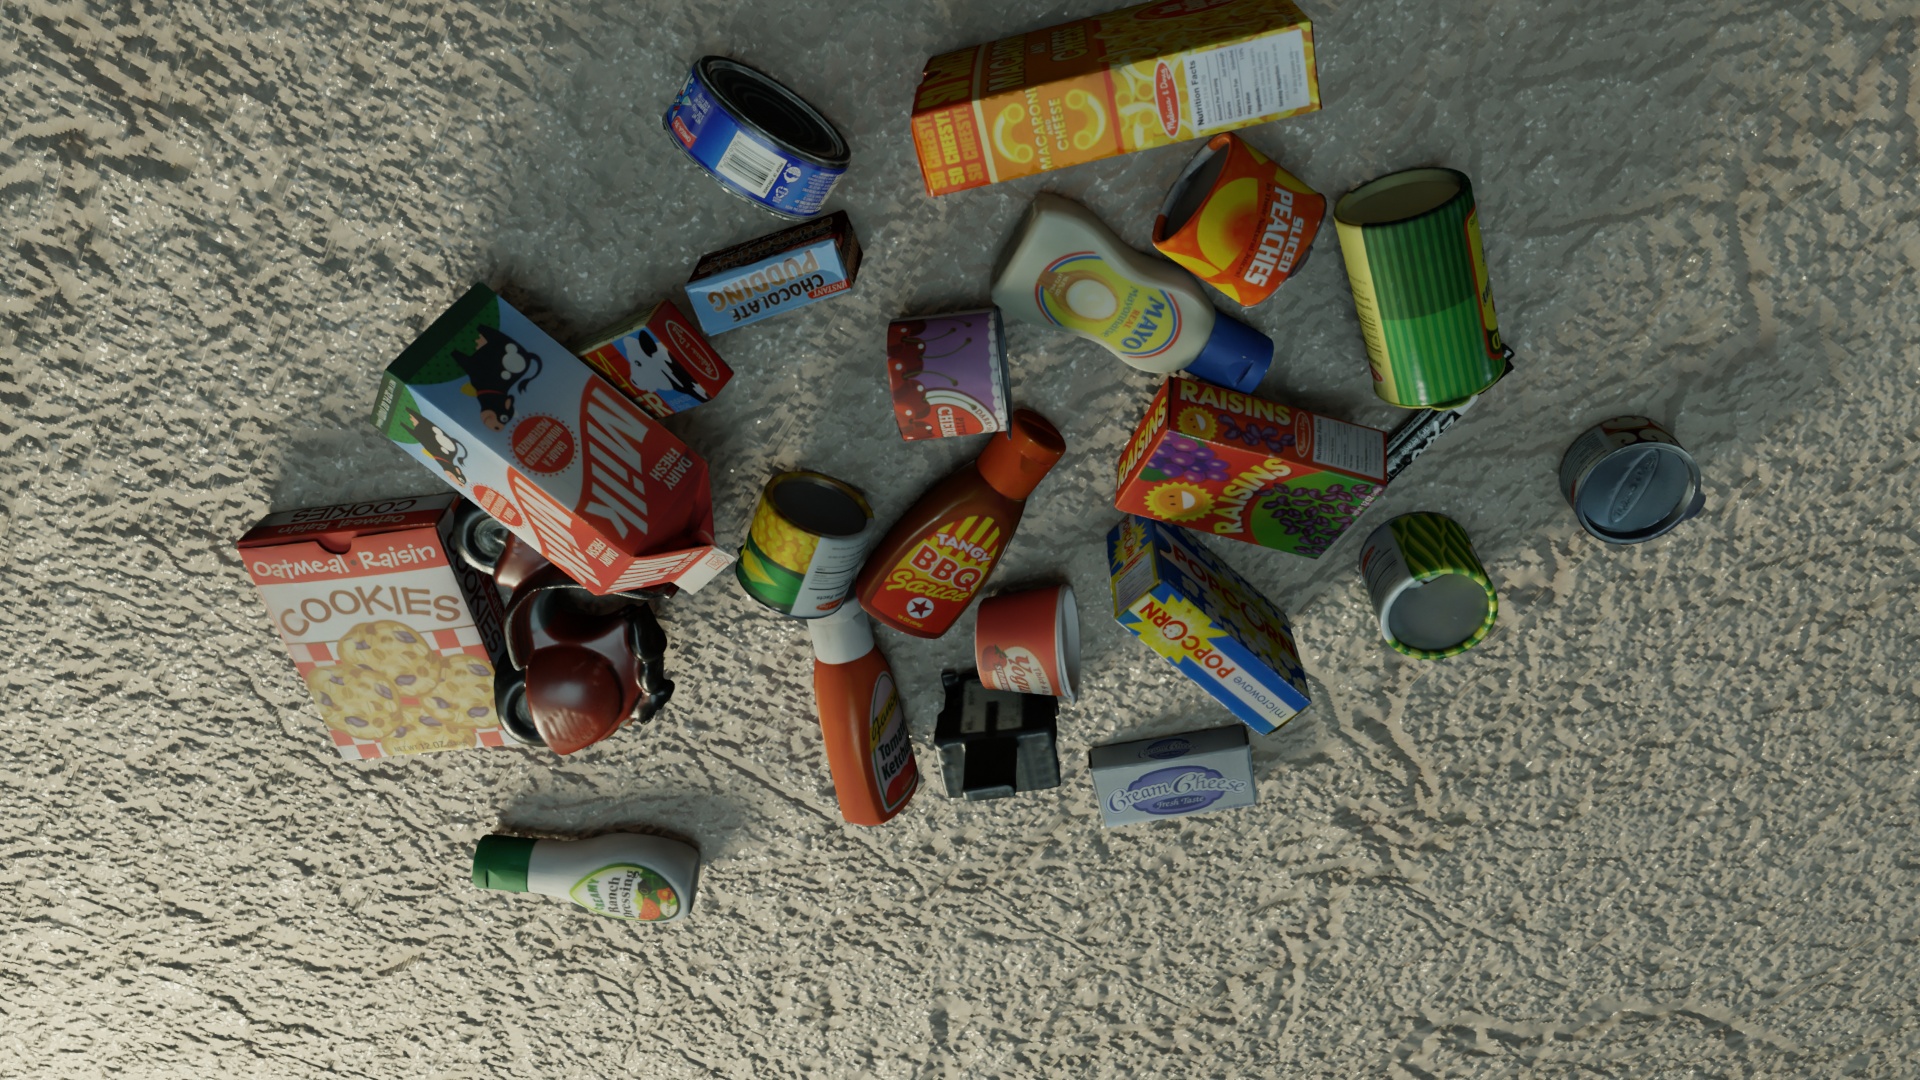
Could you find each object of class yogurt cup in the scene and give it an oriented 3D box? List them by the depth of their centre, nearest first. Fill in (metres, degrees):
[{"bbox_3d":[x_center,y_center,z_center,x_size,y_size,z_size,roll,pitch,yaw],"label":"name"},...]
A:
[{"bbox_3d":[0.040,0.060,0.827,0.054,0.073,0.072,-3,123,13],"label":"yogurt cup"}]

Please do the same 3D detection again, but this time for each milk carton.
[{"bbox_3d":[-0.206,-0.039,0.735,0.190,0.074,0.072,40,147,-12],"label":"milk carton"}]

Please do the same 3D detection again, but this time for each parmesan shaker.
[{"bbox_3d":[0.232,-0.126,0.697,0.071,0.072,0.102,-16,121,12],"label":"parmesan shaker"}]

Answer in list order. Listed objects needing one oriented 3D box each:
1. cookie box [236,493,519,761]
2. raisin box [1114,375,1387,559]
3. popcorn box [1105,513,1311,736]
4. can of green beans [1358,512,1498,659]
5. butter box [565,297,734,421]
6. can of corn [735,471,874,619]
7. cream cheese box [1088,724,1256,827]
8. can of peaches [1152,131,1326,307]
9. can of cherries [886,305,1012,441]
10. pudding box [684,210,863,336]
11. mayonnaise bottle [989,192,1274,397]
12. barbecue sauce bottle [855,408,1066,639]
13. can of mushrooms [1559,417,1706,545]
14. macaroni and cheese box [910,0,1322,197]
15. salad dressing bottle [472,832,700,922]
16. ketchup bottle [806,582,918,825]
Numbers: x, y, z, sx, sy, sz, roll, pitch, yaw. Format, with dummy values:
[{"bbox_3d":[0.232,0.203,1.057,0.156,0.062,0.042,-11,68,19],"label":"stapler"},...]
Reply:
[{"bbox_3d":[-0.344,0.056,0.849,0.123,0.040,0.166,-6,122,6],"label":"cookie box"},{"bbox_3d":[0.156,-0.038,0.756,0.123,0.040,0.085,13,150,-7],"label":"raisin box"},{"bbox_3d":[0.142,0.045,0.800,0.126,0.085,0.038,38,117,-20],"label":"popcorn box"},{"bbox_3d":[0.269,0.026,0.801,0.071,0.058,0.071,1,123,1],"label":"can of green beans"},{"bbox_3d":[-0.170,-0.090,0.733,0.103,0.024,0.053,-11,128,46],"label":"butter box"},{"bbox_3d":[-0.090,0.000,0.792,0.071,0.071,0.058,19,121,-10],"label":"can of corn"},{"bbox_3d":[0.139,0.155,0.906,0.104,0.024,0.053,-10,121,8],"label":"cream cheese box"},{"bbox_3d":[0.136,-0.157,0.681,0.058,0.071,0.071,30,119,-15],"label":"can of peaches"},{"bbox_3d":[-0.005,-0.085,0.731,0.058,0.072,0.071,-6,122,6],"label":"can of cherries"},{"bbox_3d":[-0.095,-0.137,0.713,0.083,0.050,0.030,-15,119,11],"label":"pudding box"},{"bbox_3d":[0.092,-0.121,0.722,0.148,0.041,0.064,24,121,-14],"label":"mayonnaise bottle"},{"bbox_3d":[0.003,-0.010,0.794,0.065,0.044,0.148,26,120,-24],"label":"barbecue sauce bottle"},{"bbox_3d":[0.374,-0.033,0.775,0.071,0.033,0.070,1,122,1],"label":"can of mushrooms"},{"bbox_3d":[0.065,-0.206,0.620,0.166,0.124,0.040,-10,119,8],"label":"macaroni and cheese box"},{"bbox_3d":[-0.256,0.228,0.953,0.148,0.044,0.064,7,121,-2],"label":"salad dressing bottle"},{"bbox_3d":[-0.064,0.099,0.858,0.043,0.065,0.148,-1,116,24],"label":"ketchup bottle"}]
